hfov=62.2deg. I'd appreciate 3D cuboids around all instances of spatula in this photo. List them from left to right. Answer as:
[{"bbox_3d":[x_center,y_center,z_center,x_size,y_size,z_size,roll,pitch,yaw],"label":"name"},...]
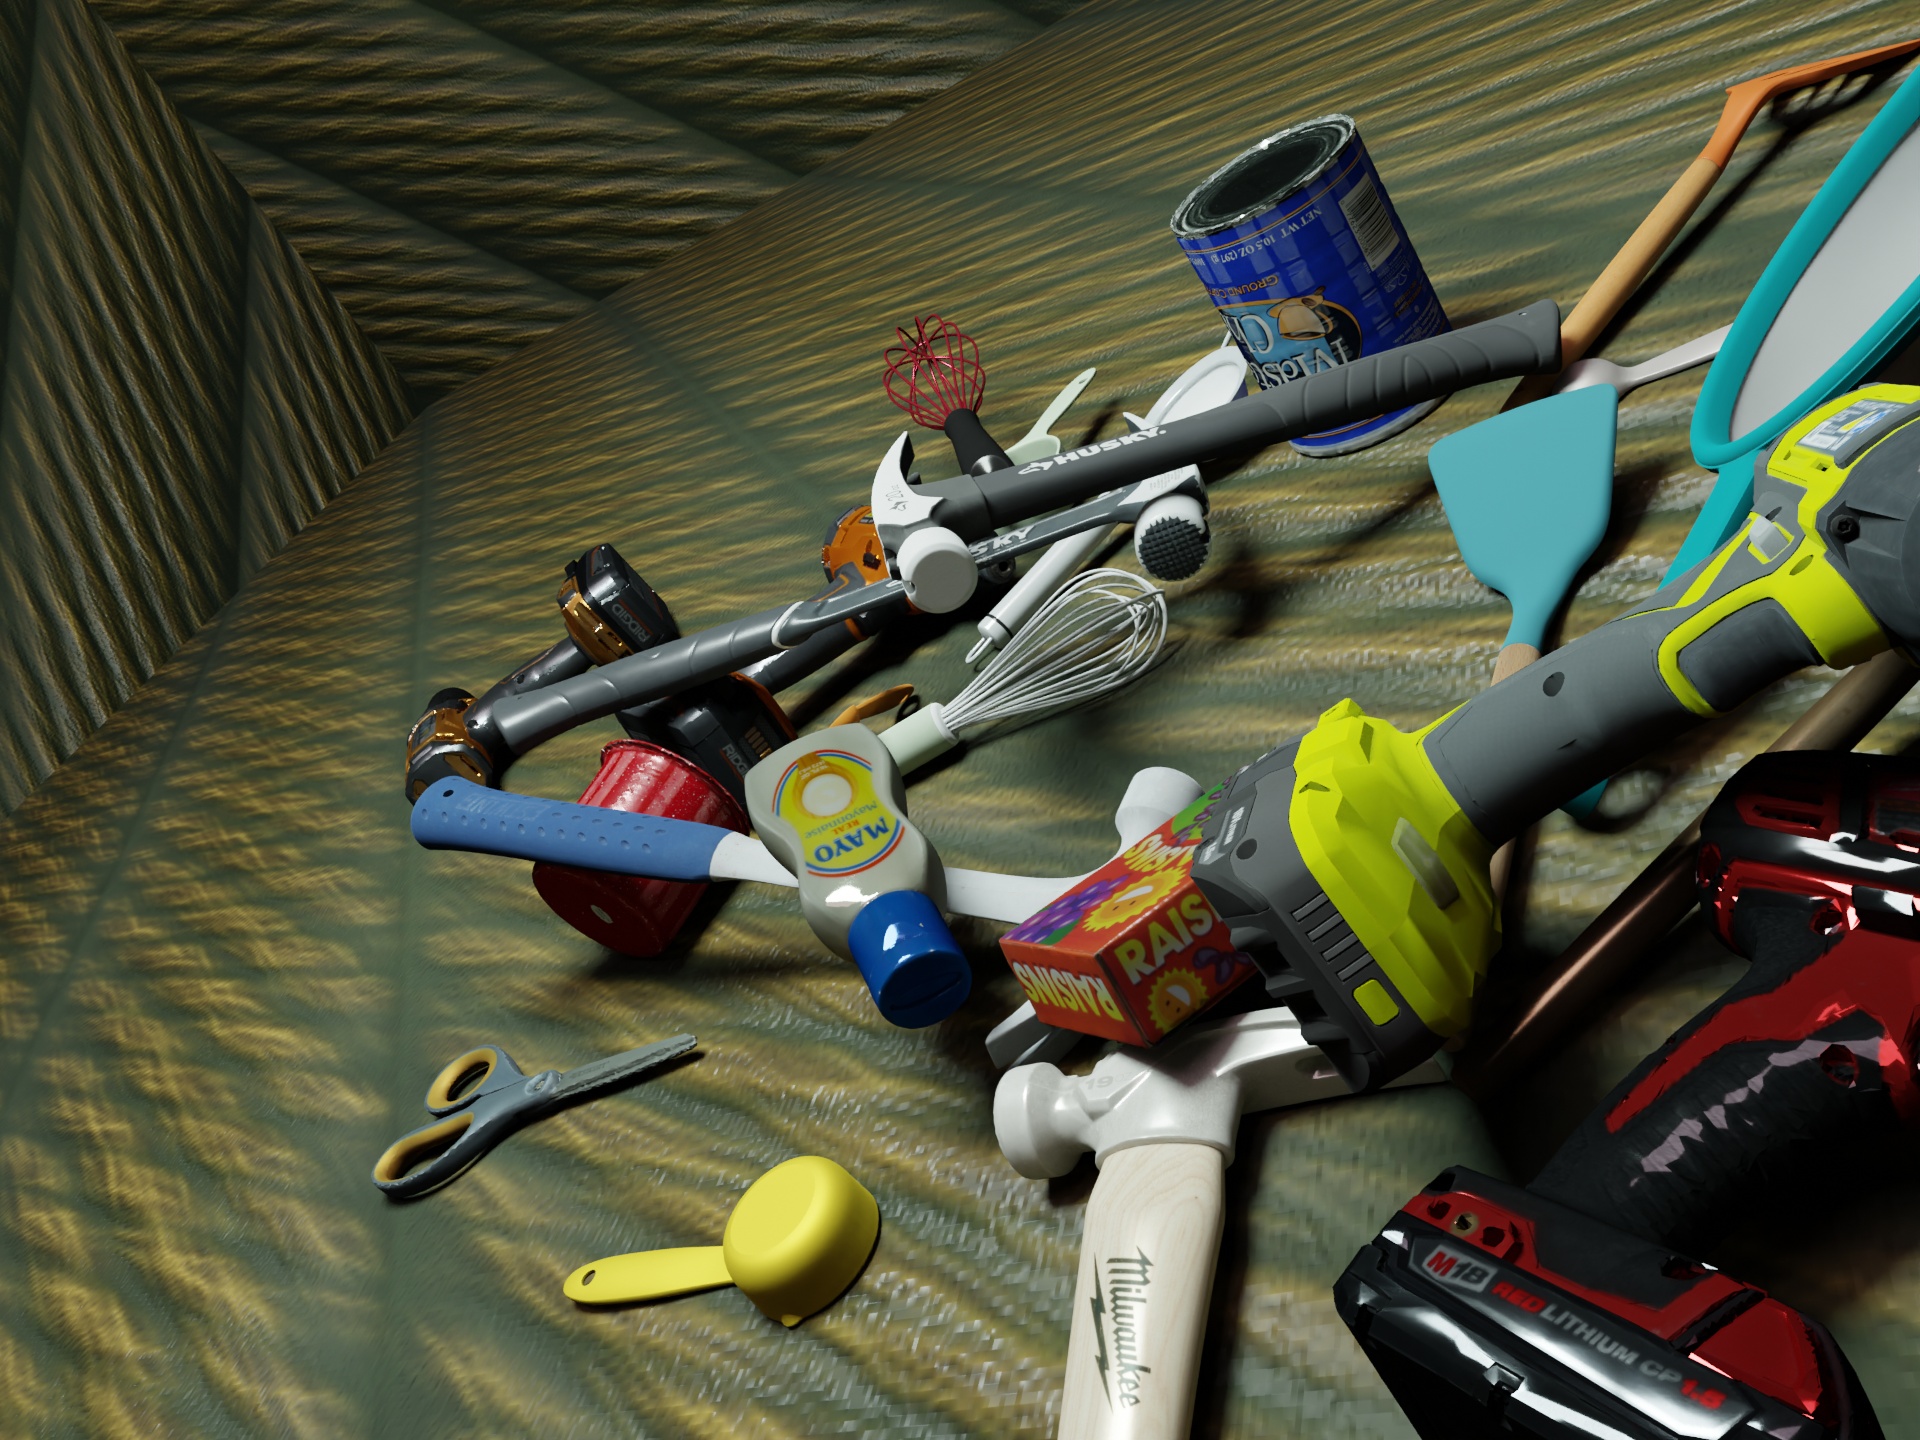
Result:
[{"bbox_3d":[0.195,-0.014,0.579,0.082,0.044,0.318,-16,32,37],"label":"spatula"},{"bbox_3d":[0.366,-0.253,0.797,0.322,0.041,0.081,-49,28,-16],"label":"spatula"}]

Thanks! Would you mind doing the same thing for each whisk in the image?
[{"bbox_3d":[-0.003,-0.200,1.035,0.073,0.073,0.296,-33,32,7],"label":"whisk"},{"bbox_3d":[-0.001,-0.003,0.810,0.246,0.058,0.059,-30,-8,18],"label":"whisk"}]

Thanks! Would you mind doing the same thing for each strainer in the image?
[{"bbox_3d":[0.091,-0.124,0.899,0.258,0.050,0.087,-47,21,-8],"label":"strainer"},{"bbox_3d":[0.316,-0.099,0.526,0.340,0.095,0.211,-59,-4,0],"label":"strainer"}]

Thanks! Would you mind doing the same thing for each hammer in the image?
[{"bbox_3d":[-0.100,0.066,0.709,0.406,0.035,0.144,5,47,32],"label":"hammer"},{"bbox_3d":[-0.069,-0.060,0.828,0.409,0.036,0.149,-18,29,16],"label":"hammer"},{"bbox_3d":[0.037,0.235,0.371,0.146,0.038,0.411,-19,31,29],"label":"hammer"},{"bbox_3d":[0.120,-0.135,0.730,0.335,0.035,0.146,-17,29,-4],"label":"hammer"}]

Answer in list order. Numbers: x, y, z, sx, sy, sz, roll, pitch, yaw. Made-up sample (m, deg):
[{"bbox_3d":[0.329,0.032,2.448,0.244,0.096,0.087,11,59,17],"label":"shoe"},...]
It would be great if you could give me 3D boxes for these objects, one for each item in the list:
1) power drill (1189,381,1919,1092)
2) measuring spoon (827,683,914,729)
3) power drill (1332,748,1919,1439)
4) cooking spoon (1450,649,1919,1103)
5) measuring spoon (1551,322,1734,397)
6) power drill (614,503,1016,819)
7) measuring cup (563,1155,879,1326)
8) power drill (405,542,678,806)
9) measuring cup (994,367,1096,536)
[{"bbox_3d":[0.174,-0.002,0.412,0.223,0.080,0.171,-37,0,21],"label":"power drill"},{"bbox_3d":[-0.044,-0.005,0.848,0.021,0.011,0.117,-46,-6,17],"label":"measuring spoon"},{"bbox_3d":[0.203,0.095,0.361,0.220,0.078,0.143,-43,26,-20],"label":"power drill"},{"bbox_3d":[0.263,-0.001,0.475,0.319,0.068,0.017,-44,56,-3],"label":"cooking spoon"},{"bbox_3d":[0.324,-0.170,0.711,0.124,0.018,0.034,-21,30,28],"label":"measuring spoon"},{"bbox_3d":[-0.076,-0.046,0.929,0.226,0.084,0.164,-43,28,-22],"label":"power drill"},{"bbox_3d":[-0.101,0.200,0.603,0.156,0.029,0.062,-19,31,29],"label":"measuring cup"},{"bbox_3d":[-0.332,-0.034,1.226,0.226,0.084,0.185,-41,24,0],"label":"power drill"},{"bbox_3d":[0.058,-0.169,1.016,0.083,0.038,0.168,-11,34,42],"label":"measuring cup"}]
